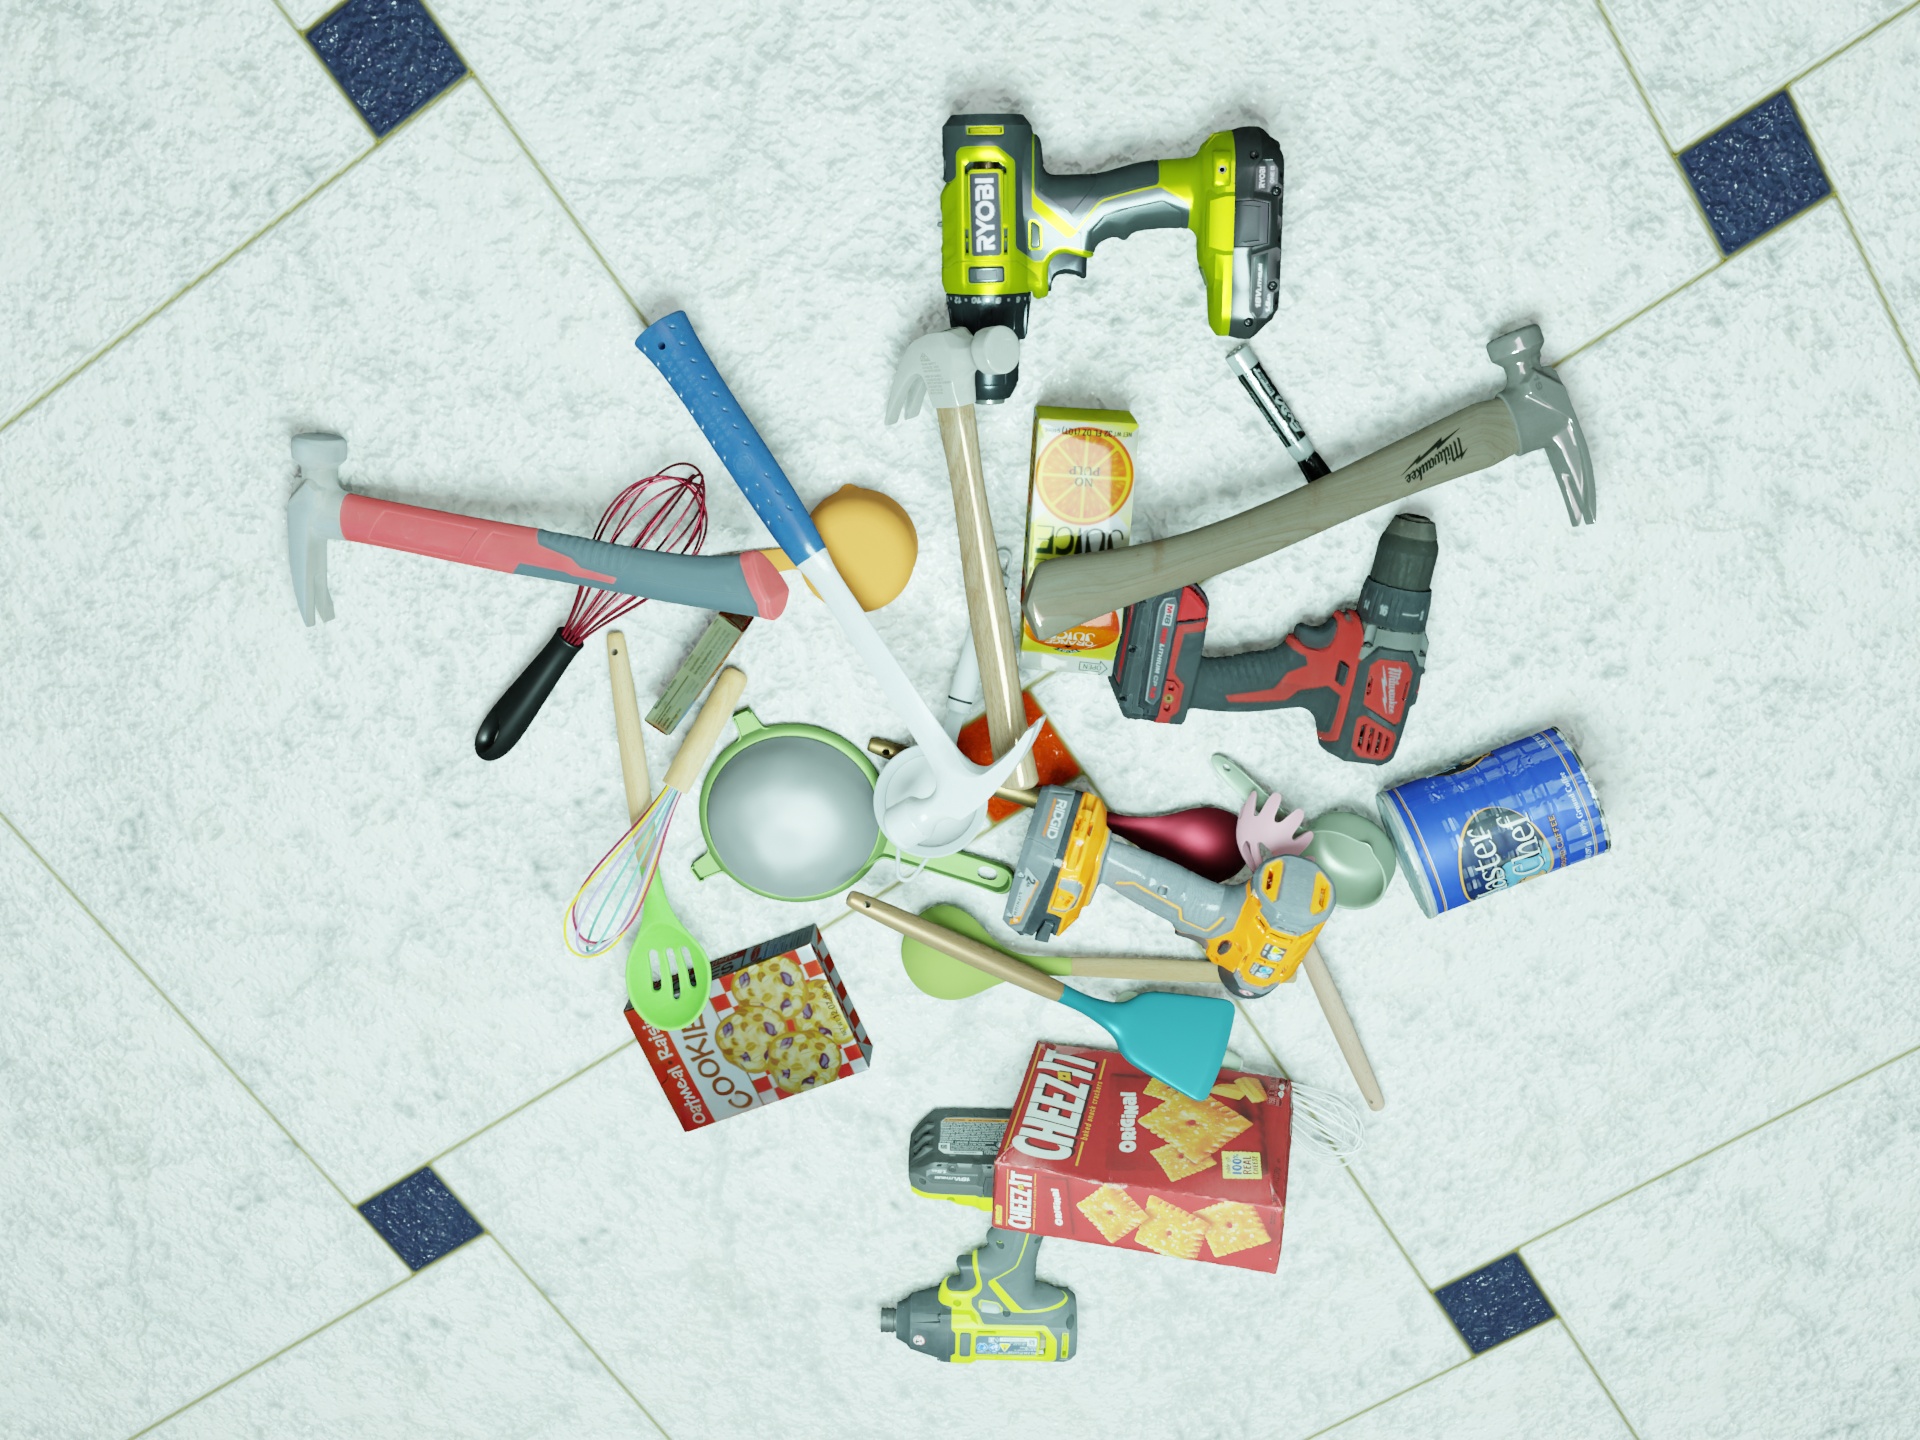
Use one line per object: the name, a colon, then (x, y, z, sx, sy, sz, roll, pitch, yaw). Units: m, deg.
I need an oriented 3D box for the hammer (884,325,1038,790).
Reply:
hammer: (0.013, -0.109, 1.127, 0.031, 0.130, 0.331, -21, 110, -33)

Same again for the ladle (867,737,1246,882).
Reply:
ladle: (0.079, 0.065, 1.240, 0.315, 0.031, 0.069, 18, 109, -3)

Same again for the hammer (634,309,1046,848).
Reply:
hammer: (-0.094, -0.109, 1.118, 0.144, 0.035, 0.405, -32, 94, 24)

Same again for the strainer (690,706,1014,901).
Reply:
strainer: (-0.081, 0.098, 1.229, 0.256, 0.069, 0.151, 17, 108, -3)

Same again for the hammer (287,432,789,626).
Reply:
hammer: (-0.306, -0.104, 1.126, 0.386, 0.038, 0.143, 12, 110, 15)

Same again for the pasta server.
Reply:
pasta server: (0.286, 0.192, 1.264, 0.040, 0.060, 0.316, -45, 120, -32)

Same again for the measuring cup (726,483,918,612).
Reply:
measuring cup: (-0.117, -0.115, 1.166, 0.173, 0.052, 0.095, -10, 108, 2)

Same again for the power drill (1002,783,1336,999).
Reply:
power drill: (0.152, 0.143, 1.206, 0.226, 0.084, 0.164, 17, 143, 5)

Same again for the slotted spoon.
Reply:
slotted spoon: (-0.243, 0.087, 1.232, 0.070, 0.031, 0.313, -6, 100, 7)

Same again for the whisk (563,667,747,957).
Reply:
whisk: (-0.228, 0.069, 1.198, 0.047, 0.051, 0.245, 29, 85, -9)

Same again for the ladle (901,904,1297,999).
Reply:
ladle: (0.112, 0.193, 1.280, 0.320, 0.062, 0.078, 3, 107, -7)

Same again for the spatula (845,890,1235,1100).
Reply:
spatula: (0.058, 0.197, 1.222, 0.317, 0.044, 0.082, 25, 73, -12)

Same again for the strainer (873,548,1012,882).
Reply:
strainer: (-0.002, -0.004, 1.197, 0.087, 0.050, 0.258, 18, 96, 7)

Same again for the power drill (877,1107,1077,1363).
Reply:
power drill: (0.016, 0.443, 1.342, 0.171, 0.080, 0.223, 1, 112, 0)

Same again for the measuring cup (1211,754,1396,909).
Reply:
measuring cup: (0.266, 0.076, 1.234, 0.167, 0.038, 0.083, 42, 140, 7)

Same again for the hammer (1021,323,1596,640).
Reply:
hammer: (0.240, -0.136, 1.104, 0.410, 0.038, 0.146, -22, 93, -5)

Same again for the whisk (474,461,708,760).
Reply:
whisk: (-0.279, -0.075, 1.180, 0.073, 0.073, 0.295, 38, 111, -11)

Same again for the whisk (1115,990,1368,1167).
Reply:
whisk: (0.231, 0.292, 1.306, 0.246, 0.059, 0.058, 32, 69, -6)

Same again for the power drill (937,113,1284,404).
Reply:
power drill: (0.099, -0.314, 1.086, 0.228, 0.080, 0.190, 0, 109, 4)

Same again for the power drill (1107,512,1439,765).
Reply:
power drill: (0.235, -0.070, 1.167, 0.226, 0.080, 0.187, 8, 109, -5)
